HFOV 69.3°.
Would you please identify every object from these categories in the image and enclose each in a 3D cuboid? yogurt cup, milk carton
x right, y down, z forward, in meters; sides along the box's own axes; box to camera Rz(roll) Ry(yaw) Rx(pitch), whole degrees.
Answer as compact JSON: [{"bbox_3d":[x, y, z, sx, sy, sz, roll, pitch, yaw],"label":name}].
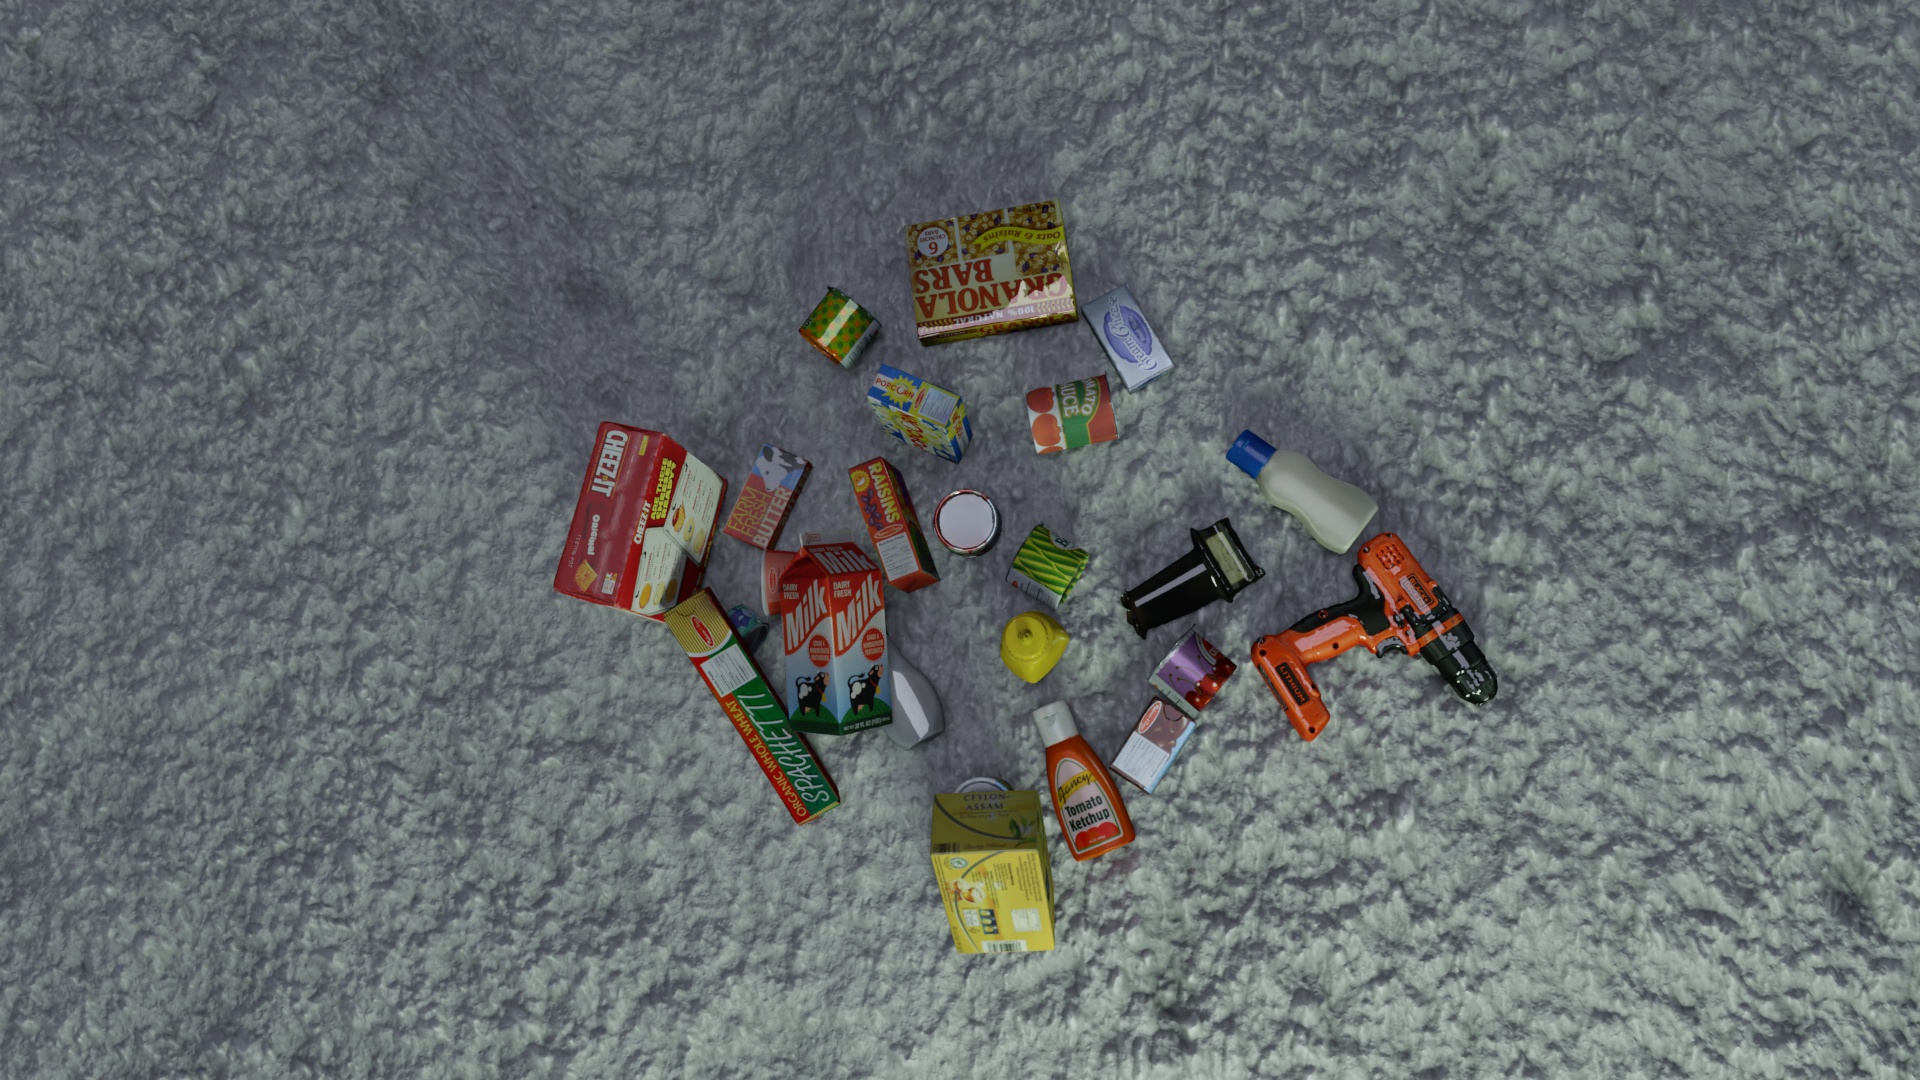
[{"bbox_3d":[-0.169,0.041,1.391,0.054,0.072,0.072,-2,80,-1],"label":"yogurt cup"},{"bbox_3d":[-0.121,0.085,1.330,0.073,0.072,0.190,-3,91,42],"label":"milk carton"}]

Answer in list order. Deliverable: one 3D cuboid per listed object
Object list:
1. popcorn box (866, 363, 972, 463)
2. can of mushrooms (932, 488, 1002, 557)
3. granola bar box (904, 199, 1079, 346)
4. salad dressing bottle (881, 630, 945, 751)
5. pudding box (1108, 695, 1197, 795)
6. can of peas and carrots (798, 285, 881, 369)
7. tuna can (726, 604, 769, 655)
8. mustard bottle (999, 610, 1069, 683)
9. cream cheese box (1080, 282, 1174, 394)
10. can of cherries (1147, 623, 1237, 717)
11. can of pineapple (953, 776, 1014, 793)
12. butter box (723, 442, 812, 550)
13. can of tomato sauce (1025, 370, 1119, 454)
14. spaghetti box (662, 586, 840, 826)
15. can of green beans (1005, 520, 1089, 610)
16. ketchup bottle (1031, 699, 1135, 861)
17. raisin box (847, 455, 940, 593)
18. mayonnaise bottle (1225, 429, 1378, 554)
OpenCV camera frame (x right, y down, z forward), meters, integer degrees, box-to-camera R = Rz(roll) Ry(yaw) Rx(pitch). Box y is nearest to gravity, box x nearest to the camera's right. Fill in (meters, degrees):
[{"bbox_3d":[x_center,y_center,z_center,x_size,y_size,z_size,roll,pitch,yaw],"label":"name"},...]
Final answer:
[{"bbox_3d":[-0.038,-0.123,1.370,0.085,0.126,0.038,24,80,11],"label":"popcorn box"},{"bbox_3d":[0.005,-0.017,1.393,0.071,0.033,0.071,-1,81,7],"label":"can of mushrooms"},{"bbox_3d":[0.031,-0.275,1.433,0.165,0.039,0.124,-9,79,6],"label":"granola bar box"},{"bbox_3d":[-0.069,0.133,1.371,0.064,0.044,0.148,-31,76,6],"label":"salad dressing bottle"},{"bbox_3d":[0.185,0.197,1.332,0.050,0.030,0.084,33,85,13],"label":"pudding box"},{"bbox_3d":[-0.126,-0.219,1.429,0.071,0.071,0.059,36,87,12],"label":"can of peas and carrots"},{"bbox_3d":[-0.226,0.100,1.384,0.033,0.071,0.071,38,87,13],"label":"tuna can"},{"bbox_3d":[0.066,0.095,1.300,0.049,0.160,0.065,37,86,13],"label":"mustard bottle"},{"bbox_3d":[0.169,-0.205,1.409,0.053,0.024,0.104,-28,78,2],"label":"cream cheese box"},{"bbox_3d":[0.222,0.124,1.321,0.058,0.071,0.071,40,87,12],"label":"can of cherries"},{"bbox_3d":[0.024,0.260,1.328,0.071,0.058,0.071,-1,80,7],"label":"can of pineapple"},{"bbox_3d":[-0.198,-0.044,1.429,0.053,0.024,0.103,23,83,11],"label":"butter box"},{"bbox_3d":[0.111,-0.127,1.380,0.083,0.071,0.071,-11,79,6],"label":"can of tomato sauce"},{"bbox_3d":[-0.200,0.162,1.344,0.050,0.029,0.249,-31,100,2],"label":"spaghetti box"},{"bbox_3d":[0.085,0.026,1.358,0.058,0.071,0.071,30,85,11],"label":"can of green beans"},{"bbox_3d":[0.112,0.227,1.329,0.064,0.043,0.149,-25,77,14],"label":"ketchup bottle"},{"bbox_3d":[-0.066,-0.014,1.375,0.040,0.086,0.123,-22,78,8],"label":"raisin box"},{"bbox_3d":[0.329,-0.053,1.354,0.148,0.041,0.065,37,85,13],"label":"mayonnaise bottle"}]
